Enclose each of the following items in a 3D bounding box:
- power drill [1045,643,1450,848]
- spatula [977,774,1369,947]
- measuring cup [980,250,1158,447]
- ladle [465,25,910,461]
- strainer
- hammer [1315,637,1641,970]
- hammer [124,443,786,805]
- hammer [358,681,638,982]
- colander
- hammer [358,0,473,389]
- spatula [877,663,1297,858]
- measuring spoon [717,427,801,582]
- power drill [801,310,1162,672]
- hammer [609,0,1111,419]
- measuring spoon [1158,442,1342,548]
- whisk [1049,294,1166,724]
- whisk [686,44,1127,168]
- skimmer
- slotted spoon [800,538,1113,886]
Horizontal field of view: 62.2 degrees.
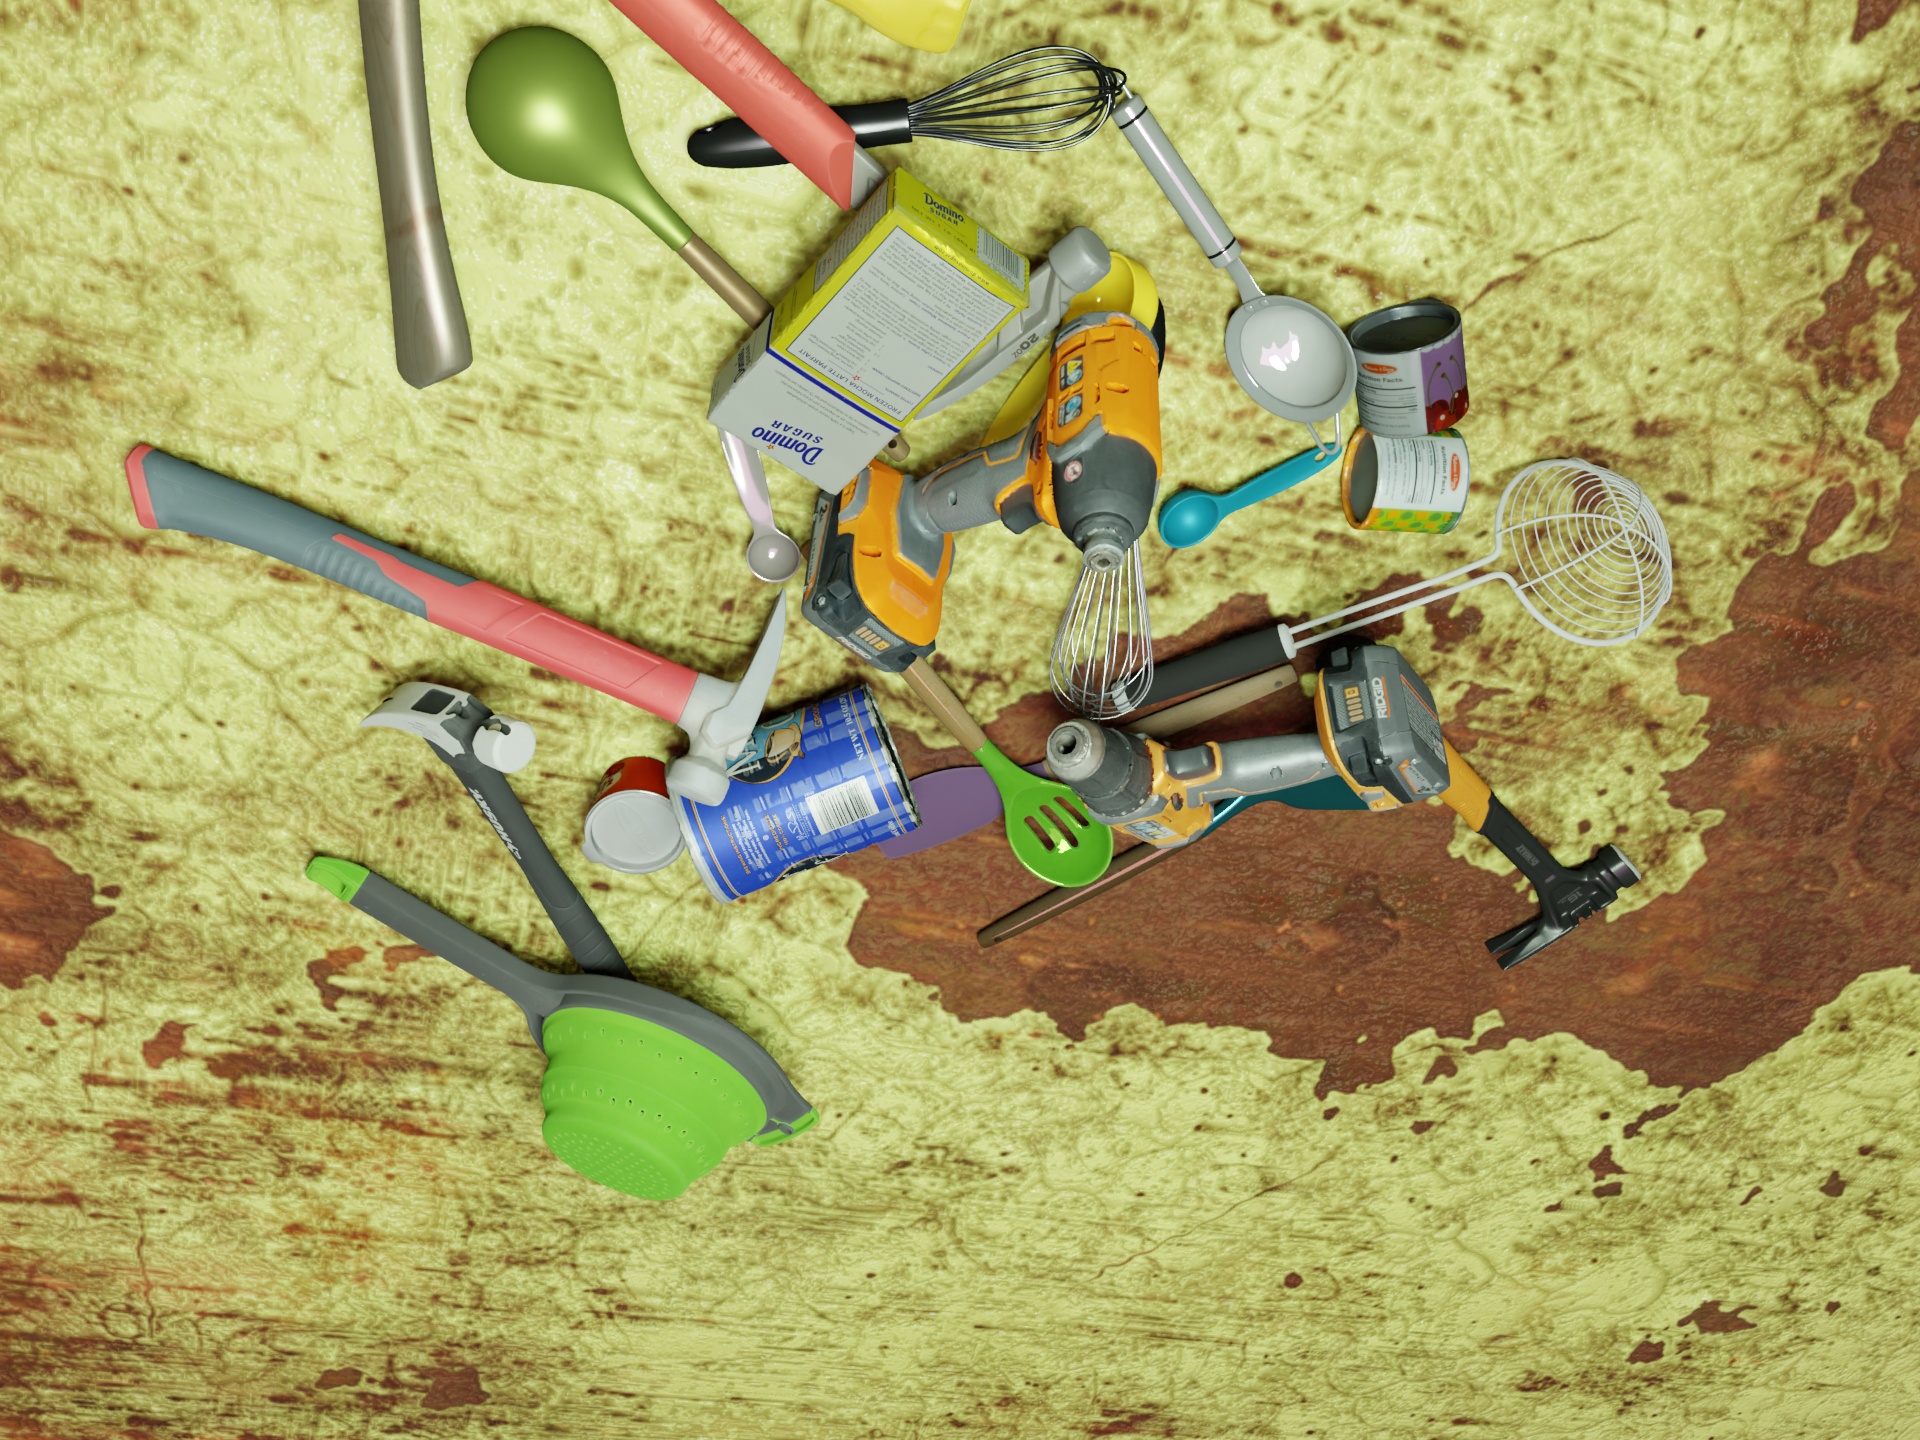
[{"bbox_3d":[0.177,0.020,1.014,0.226,0.084,0.185,-15,157,25],"label":"power drill"},{"bbox_3d":[0.151,0.096,1.147,0.317,0.044,0.082,-29,127,12],"label":"spatula"},{"bbox_3d":[0.062,-0.208,0.944,0.029,0.062,0.156,3,140,-40],"label":"measuring cup"},{"bbox_3d":[-0.139,-0.253,0.891,0.078,0.062,0.319,-47,125,4],"label":"ladle"},{"bbox_3d":[0.159,-0.265,0.917,0.087,0.050,0.258,-7,132,52],"label":"strainer"},{"bbox_3d":[0.360,0.057,1.156,0.127,0.034,0.336,-41,119,16],"label":"hammer"},{"bbox_3d":[-0.297,-0.086,0.955,0.386,0.038,0.143,23,74,-11],"label":"hammer"},{"bbox_3d":[-0.283,0.103,1.071,0.146,0.035,0.334,17,143,32],"label":"hammer"},{"bbox_3d":[-0.294,0.230,1.109,0.397,0.095,0.204,34,142,-15],"label":"colander"},{"bbox_3d":[-0.285,-0.357,0.779,0.146,0.038,0.410,30,133,23],"label":"hammer"},{"bbox_3d":[0.082,0.024,1.106,0.316,0.018,0.059,-21,122,7],"label":"spatula"},{"bbox_3d":[-0.126,-0.144,0.976,0.034,0.018,0.124,-12,117,5],"label":"measuring spoon"},{"bbox_3d":[0.015,-0.114,0.891,0.226,0.164,0.084,-27,134,33],"label":"power drill"},{"bbox_3d":[-0.090,-0.301,0.819,0.149,0.037,0.358,-32,129,32],"label":"hammer"},{"bbox_3d":[0.181,-0.150,1.012,0.128,0.021,0.042,-26,139,-2],"label":"measuring spoon"},{"bbox_3d":[0.099,-0.125,0.994,0.070,0.070,0.284,1,117,-8],"label":"whisk"},{"bbox_3d":[-0.029,-0.324,0.854,0.239,0.055,0.055,-7,123,3],"label":"whisk"},{"bbox_3d":[0.280,-0.068,1.052,0.363,0.127,0.090,-19,168,18],"label":"skimmer"},{"bbox_3d":[-0.002,-0.003,1.060,0.070,0.031,0.313,-34,114,15],"label":"slotted spoon"}]
